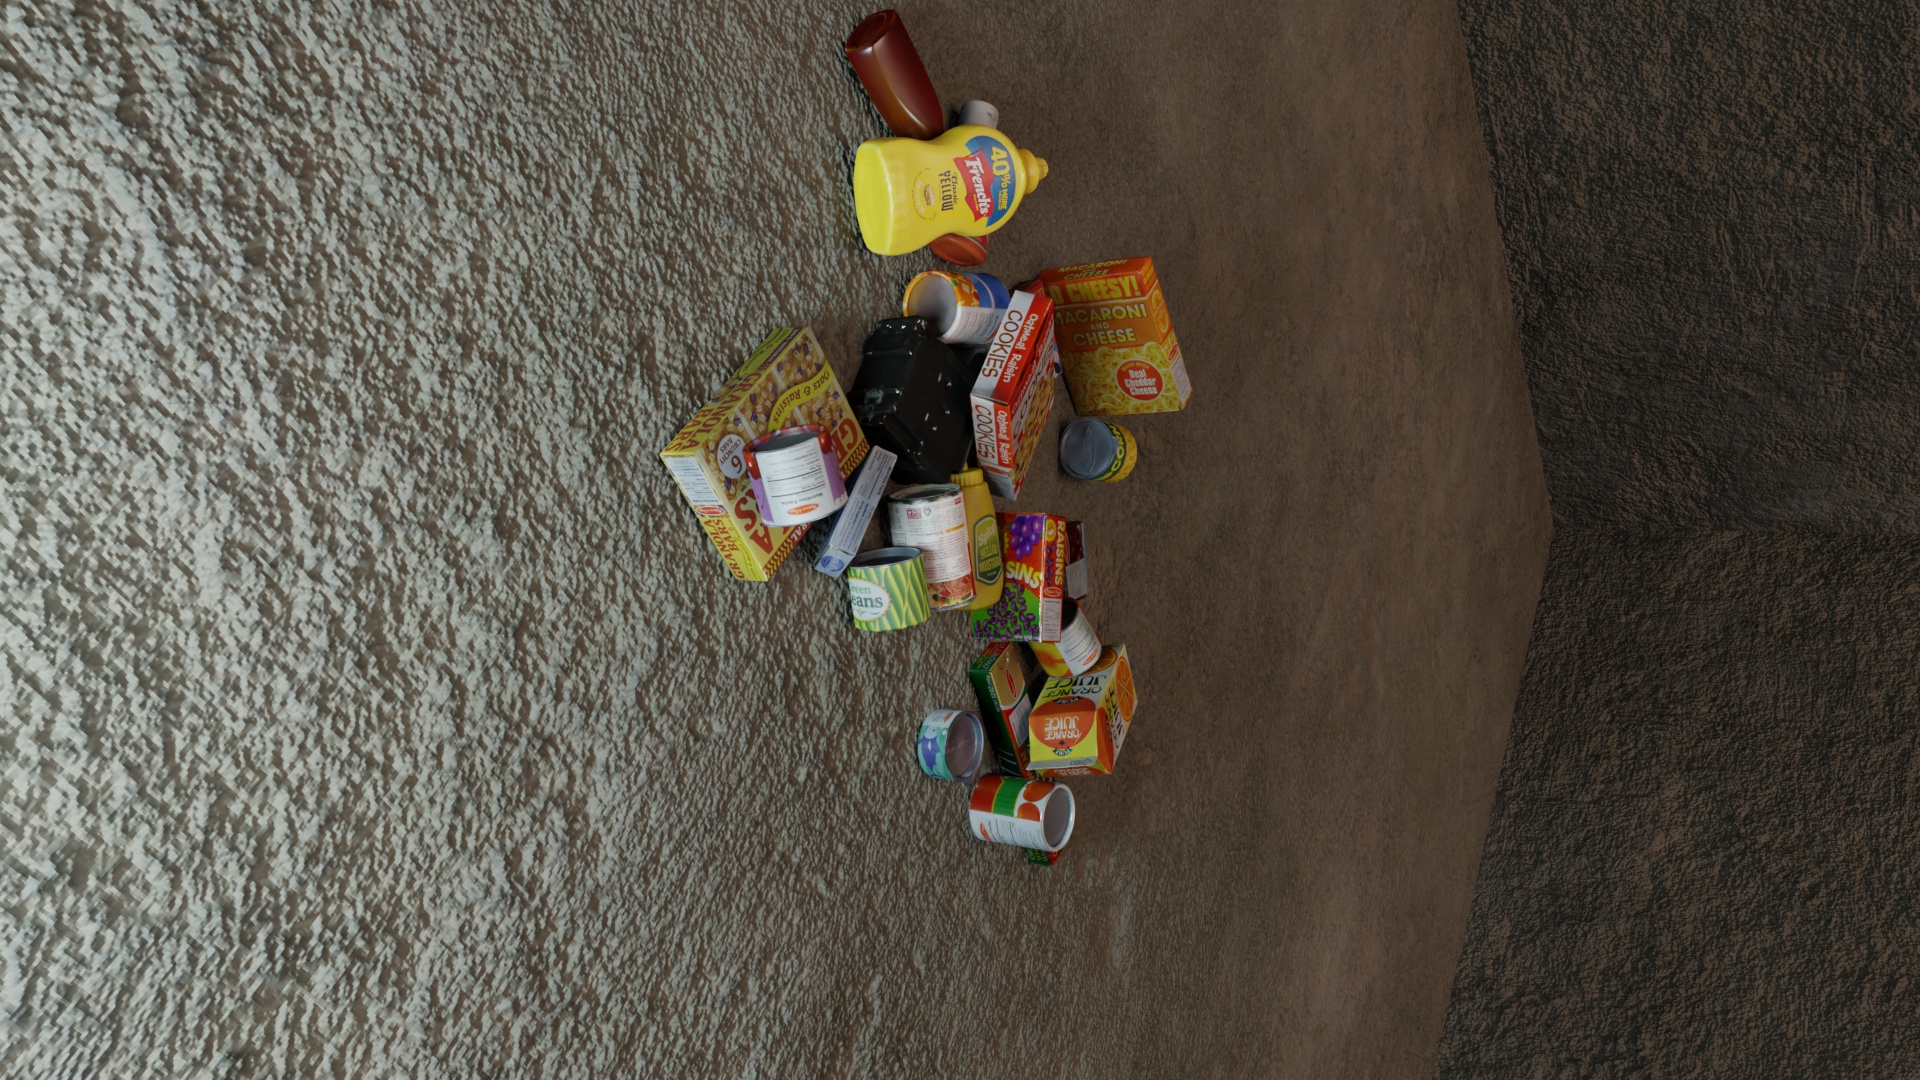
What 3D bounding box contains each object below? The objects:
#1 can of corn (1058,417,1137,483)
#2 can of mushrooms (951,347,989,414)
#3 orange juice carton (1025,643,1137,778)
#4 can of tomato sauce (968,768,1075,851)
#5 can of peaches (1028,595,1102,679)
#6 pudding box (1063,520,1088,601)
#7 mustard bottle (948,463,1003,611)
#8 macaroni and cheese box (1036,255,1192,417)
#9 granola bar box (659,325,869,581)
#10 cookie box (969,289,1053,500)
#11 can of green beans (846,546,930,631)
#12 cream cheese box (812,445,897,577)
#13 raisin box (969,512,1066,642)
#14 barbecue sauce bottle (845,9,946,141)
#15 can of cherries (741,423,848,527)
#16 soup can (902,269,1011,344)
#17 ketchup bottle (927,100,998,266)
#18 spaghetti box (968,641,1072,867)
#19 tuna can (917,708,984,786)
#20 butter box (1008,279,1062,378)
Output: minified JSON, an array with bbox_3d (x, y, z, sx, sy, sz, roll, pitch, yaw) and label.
[{"bbox_3d":[0.150,-0.096,1.486,0.058,0.071,0.071,4,87,-57],"label":"can of corn"},{"bbox_3d":[0.009,-0.147,1.308,0.071,0.033,0.071,-4,95,-58],"label":"can of mushrooms"},{"bbox_3d":[0.122,0.181,1.409,0.193,0.072,0.072,-52,131,-62],"label":"orange juice carton"},{"bbox_3d":[0.061,0.262,1.349,0.071,0.083,0.071,-3,94,-56],"label":"can of tomato sauce"},{"bbox_3d":[0.102,0.098,1.423,0.058,0.071,0.071,59,45,-31],"label":"can of peaches"},{"bbox_3d":[0.109,0.024,1.465,0.050,0.030,0.083,-21,108,-53],"label":"pudding box"},{"bbox_3d":[0.005,-0.016,1.290,0.065,0.049,0.160,-21,108,-56],"label":"mustard bottle"},{"bbox_3d":[0.159,-0.211,1.451,0.040,0.123,0.165,-57,135,-42],"label":"macaroni and cheese box"},{"bbox_3d":[-0.146,-0.069,1.074,0.166,0.039,0.123,-57,134,-39],"label":"granola bar box"},{"bbox_3d":[0.052,-0.132,1.290,0.166,0.040,0.123,83,26,-61],"label":"cookie box"},{"bbox_3d":[-0.061,0.041,1.179,0.071,0.071,0.057,-23,111,-54],"label":"can of green beans"},{"bbox_3d":[-0.087,-0.024,1.149,0.024,0.053,0.104,27,62,-10],"label":"cream cheese box"},{"bbox_3d":[0.054,0.035,1.332,0.040,0.086,0.123,7,85,-51],"label":"raisin box"},{"bbox_3d":[-0.046,-0.383,1.214,0.148,0.043,0.065,57,44,-40],"label":"barbecue sauce bottle"},{"bbox_3d":[-0.122,-0.049,1.018,0.072,0.071,0.058,-38,120,-49],"label":"can of cherries"},{"bbox_3d":[-0.005,-0.213,1.261,0.084,0.071,0.071,-11,100,-55],"label":"soup can"},{"bbox_3d":[0.006,-0.334,1.292,0.064,0.043,0.149,25,70,-50],"label":"ketchup bottle"},{"bbox_3d":[0.062,0.219,1.399,0.050,0.028,0.249,-46,127,-46],"label":"spaghetti box"},{"bbox_3d":[-0.008,0.192,1.290,0.071,0.033,0.071,-2,92,-56],"label":"tuna can"},{"bbox_3d":[0.072,-0.208,1.410,0.053,0.024,0.103,-41,123,-47],"label":"butter box"}]
